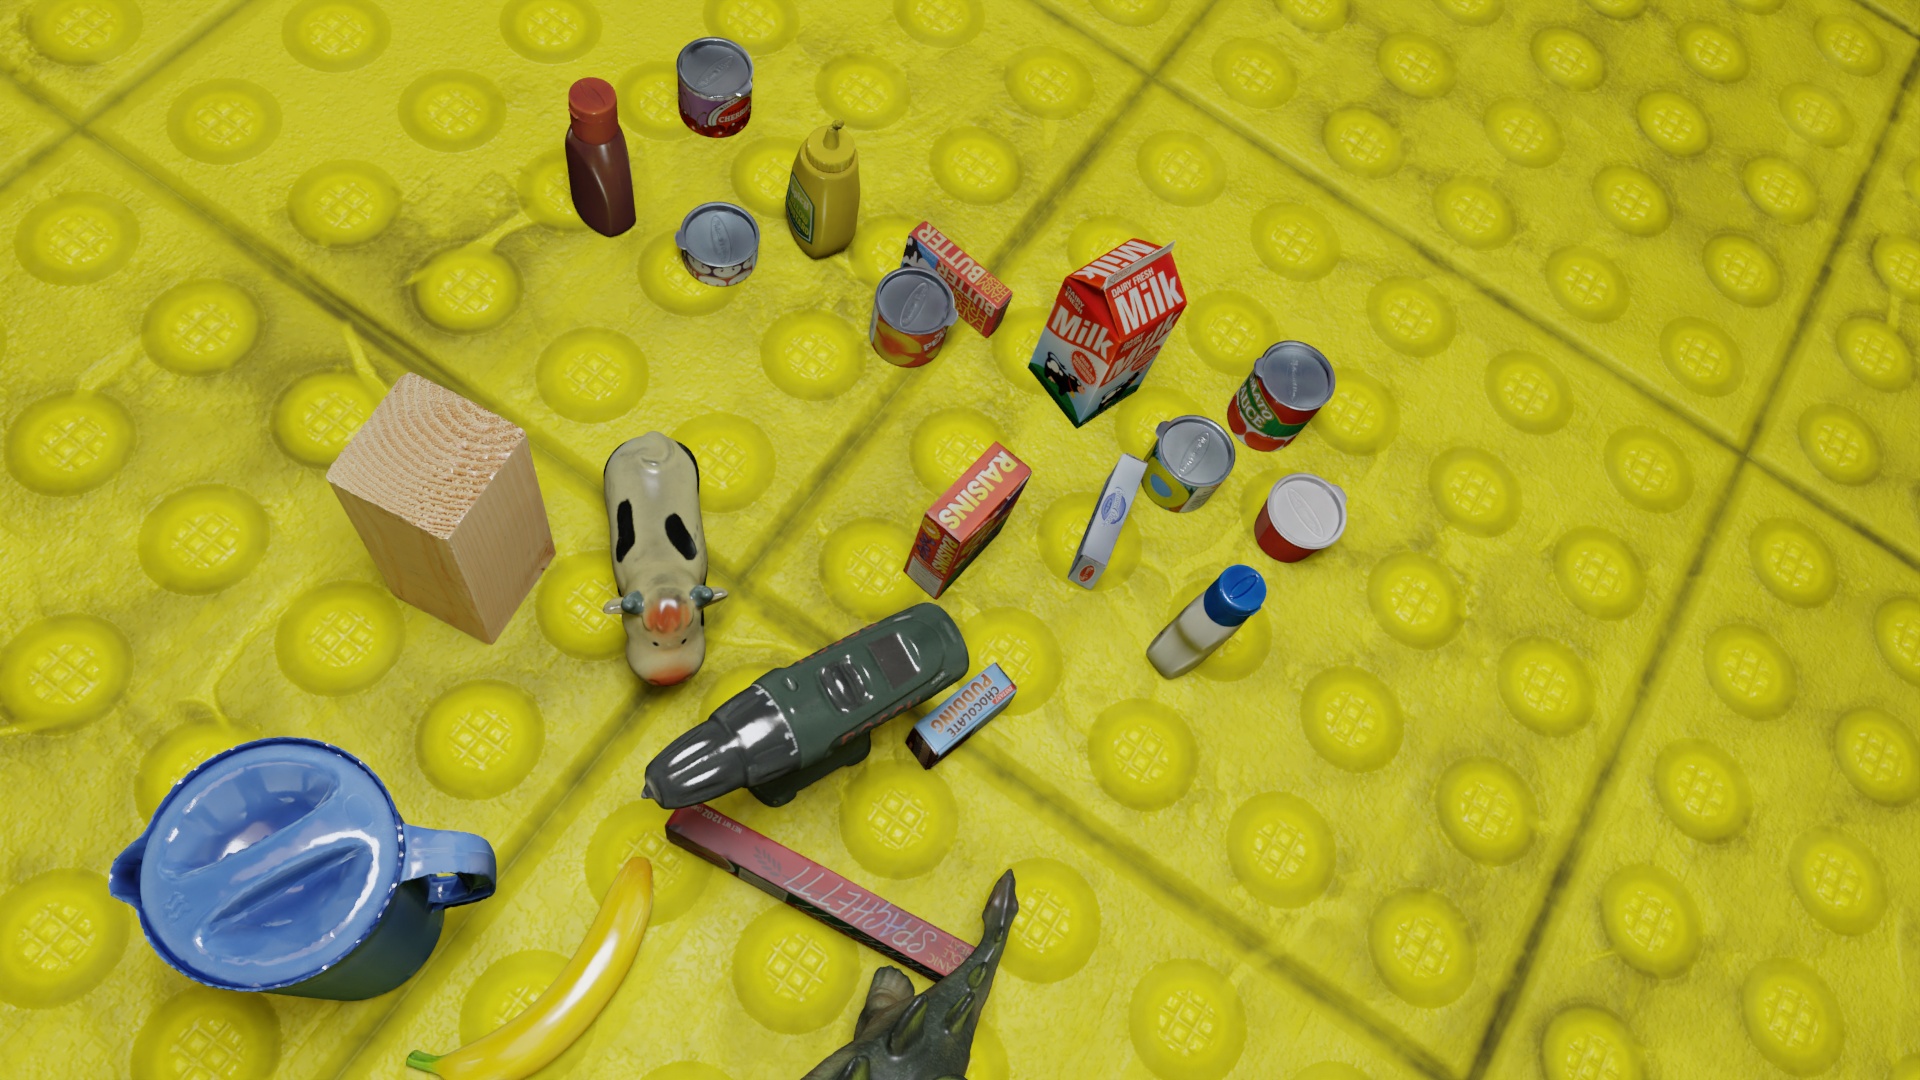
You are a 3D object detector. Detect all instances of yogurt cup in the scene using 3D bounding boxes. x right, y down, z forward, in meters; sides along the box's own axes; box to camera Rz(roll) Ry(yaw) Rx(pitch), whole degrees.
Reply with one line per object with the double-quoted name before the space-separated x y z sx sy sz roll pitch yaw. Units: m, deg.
"yogurt cup" 0.281 -0.016 1.163 0.072 0.053 0.072 4 67 -9

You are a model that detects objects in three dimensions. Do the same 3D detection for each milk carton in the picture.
"milk carton" 0.121 -0.175 1.126 0.072 0.189 0.073 -32 77 -21

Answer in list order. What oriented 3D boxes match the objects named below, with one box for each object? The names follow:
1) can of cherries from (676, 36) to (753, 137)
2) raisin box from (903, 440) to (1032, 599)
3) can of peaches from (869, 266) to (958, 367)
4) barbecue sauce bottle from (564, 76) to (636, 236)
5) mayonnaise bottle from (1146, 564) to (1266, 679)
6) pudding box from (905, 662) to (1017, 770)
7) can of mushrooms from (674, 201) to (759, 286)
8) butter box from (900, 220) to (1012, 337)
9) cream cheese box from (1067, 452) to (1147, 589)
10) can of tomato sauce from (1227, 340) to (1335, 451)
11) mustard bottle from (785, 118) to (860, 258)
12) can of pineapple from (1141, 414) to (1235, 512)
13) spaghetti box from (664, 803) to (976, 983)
"can of cherries" -0.216 -0.399 1.230 0.071 0.058 0.072 4 67 -9
"raisin box" 0.004 -0.013 1.071 0.040 0.123 0.086 41 66 8
"can of peaches" -0.040 -0.187 1.173 0.071 0.057 0.071 4 67 -9
"barbecue sauce bottle" -0.295 -0.313 1.129 0.044 0.148 0.065 -37 78 -22
"mayonnaise bottle" 0.191 0.060 1.061 0.065 0.147 0.041 -35 78 -22
"pudding box" 0.001 0.133 1.049 0.084 0.049 0.030 -37 78 -22
"can of mushrooms" -0.207 -0.252 1.183 0.071 0.033 0.071 4 67 -9
"butter box" -0.003 -0.225 1.199 0.103 0.053 0.024 41 66 8
"cream cheese box" 0.119 -0.016 1.133 0.024 0.053 0.104 24 65 0
"can of tomato sauce" 0.271 -0.122 1.190 0.071 0.082 0.071 4 67 -9
"mustard bottle" -0.112 -0.299 1.151 0.049 0.159 0.065 -27 75 -20
"can of pineapple" 0.188 -0.065 1.164 0.071 0.057 0.071 4 67 -9
"spaghetti box" -0.092 0.253 0.980 0.250 0.050 0.029 27 65 2
